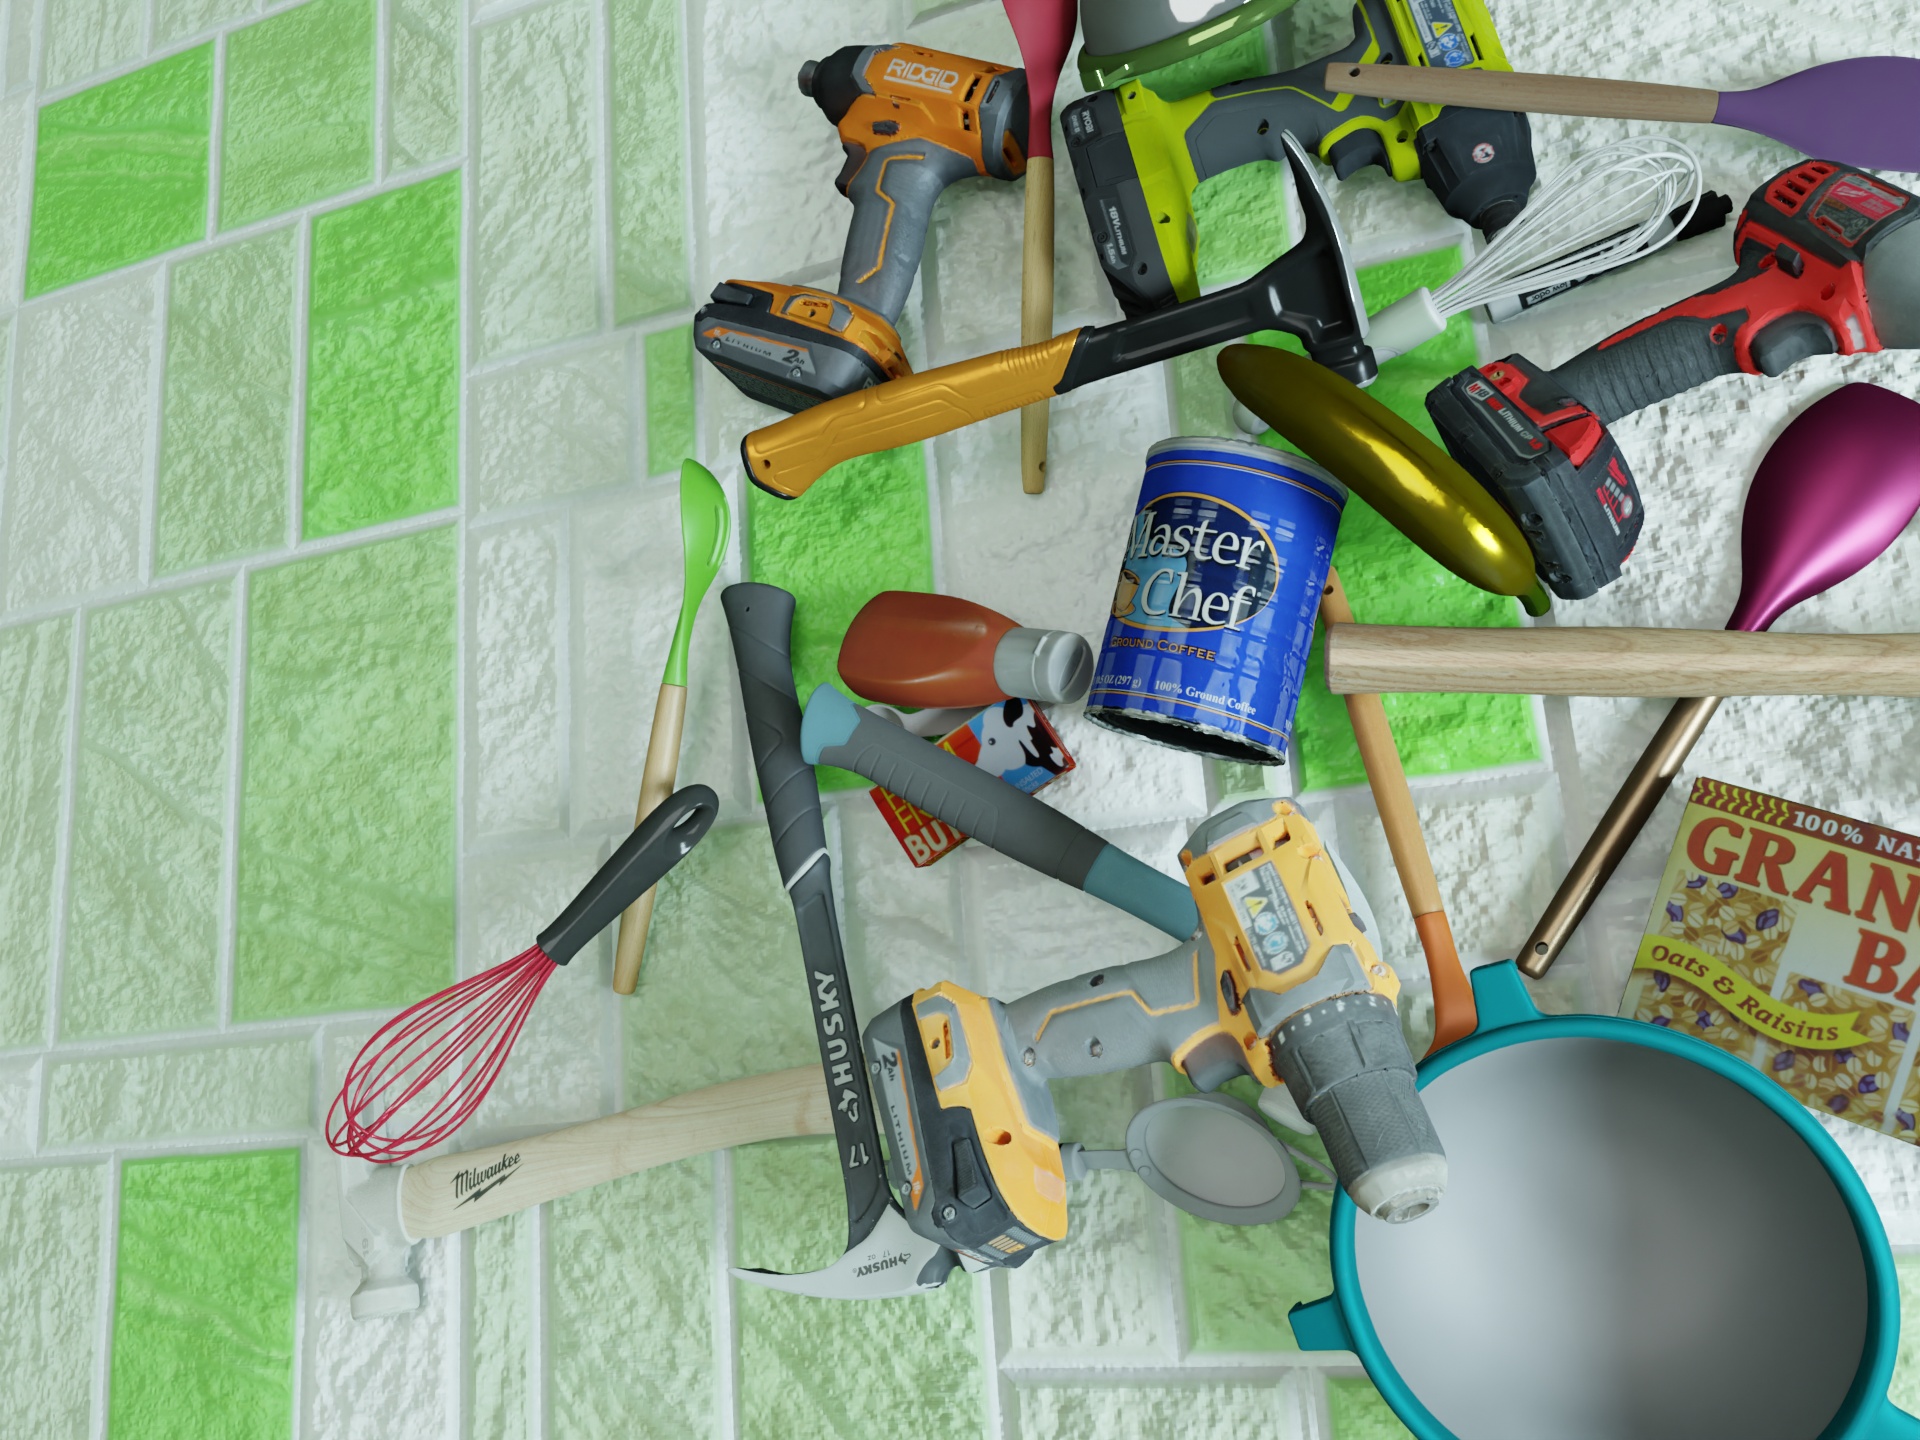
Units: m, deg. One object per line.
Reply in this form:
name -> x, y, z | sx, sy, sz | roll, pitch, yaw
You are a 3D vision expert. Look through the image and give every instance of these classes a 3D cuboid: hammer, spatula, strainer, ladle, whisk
hammer -> -0.182, 0.226, 0.896 | 0.410, 0.038, 0.146 | -18, 71, 18
spatula -> 0.335, -0.299, 0.763 | 0.316, 0.018, 0.060 | 7, 81, 7
hammer -> -0.083, 0.102, 0.857 | 0.149, 0.036, 0.409 | -22, 64, 16
hammer -> 0.034, -0.187, 0.821 | 0.337, 0.034, 0.127 | -14, 111, 21
strainer -> 0.168, -0.422, 0.826 | 0.256, 0.069, 0.152 | -19, 32, 21
ladle -> 0.042, -0.284, 0.882 | 0.031, 0.069, 0.315 | 4, 95, 41
hammer -> 0.056, 0.068, 0.800 | 0.331, 0.033, 0.128 | 27, 73, 19
strainer -> 0.063, 0.217, 0.794 | 0.258, 0.050, 0.086 | -11, 118, 26
whisk -> -0.244, 0.143, 0.893 | 0.296, 0.073, 0.073 | -44, 66, 1
spatula -> 0.220, 0.073, 0.770 | 0.081, 0.041, 0.323 | -18, 68, 17
whisk -> 0.242, -0.208, 0.788 | 0.246, 0.057, 0.059 | -28, 69, 30
strainer -> 0.323, 0.248, 0.652 | 0.340, 0.095, 0.211 | 28, 103, 18
hammer -> 0.333, -0.024, 0.717 | 0.331, 0.031, 0.130 | 1, 78, 22

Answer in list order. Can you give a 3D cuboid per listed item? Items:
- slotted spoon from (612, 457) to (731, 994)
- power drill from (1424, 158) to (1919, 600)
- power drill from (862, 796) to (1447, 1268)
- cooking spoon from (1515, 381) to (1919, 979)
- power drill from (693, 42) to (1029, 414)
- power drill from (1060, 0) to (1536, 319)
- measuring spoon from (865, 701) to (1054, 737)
slotted spoon -> -0.170, 0.005, 0.926 | 0.031, 0.070, 0.314 | 10, 91, 3
power drill -> 0.338, -0.157, 0.715 | 0.219, 0.078, 0.143 | -33, 35, 12
power drill -> 0.083, 0.157, 0.682 | 0.226, 0.084, 0.186 | -30, 51, 14
cooking spoon -> 0.348, -0.017, 0.737 | 0.069, 0.017, 0.319 | 32, 92, 24
power drill -> -0.064, -0.294, 0.937 | 0.164, 0.084, 0.226 | 24, 84, 25
power drill -> 0.178, -0.296, 0.838 | 0.223, 0.080, 0.171 | -17, 72, 15
measuring spoon -> -0.001, -0.003, 0.884 | 0.124, 0.018, 0.034 | -14, 90, 13
